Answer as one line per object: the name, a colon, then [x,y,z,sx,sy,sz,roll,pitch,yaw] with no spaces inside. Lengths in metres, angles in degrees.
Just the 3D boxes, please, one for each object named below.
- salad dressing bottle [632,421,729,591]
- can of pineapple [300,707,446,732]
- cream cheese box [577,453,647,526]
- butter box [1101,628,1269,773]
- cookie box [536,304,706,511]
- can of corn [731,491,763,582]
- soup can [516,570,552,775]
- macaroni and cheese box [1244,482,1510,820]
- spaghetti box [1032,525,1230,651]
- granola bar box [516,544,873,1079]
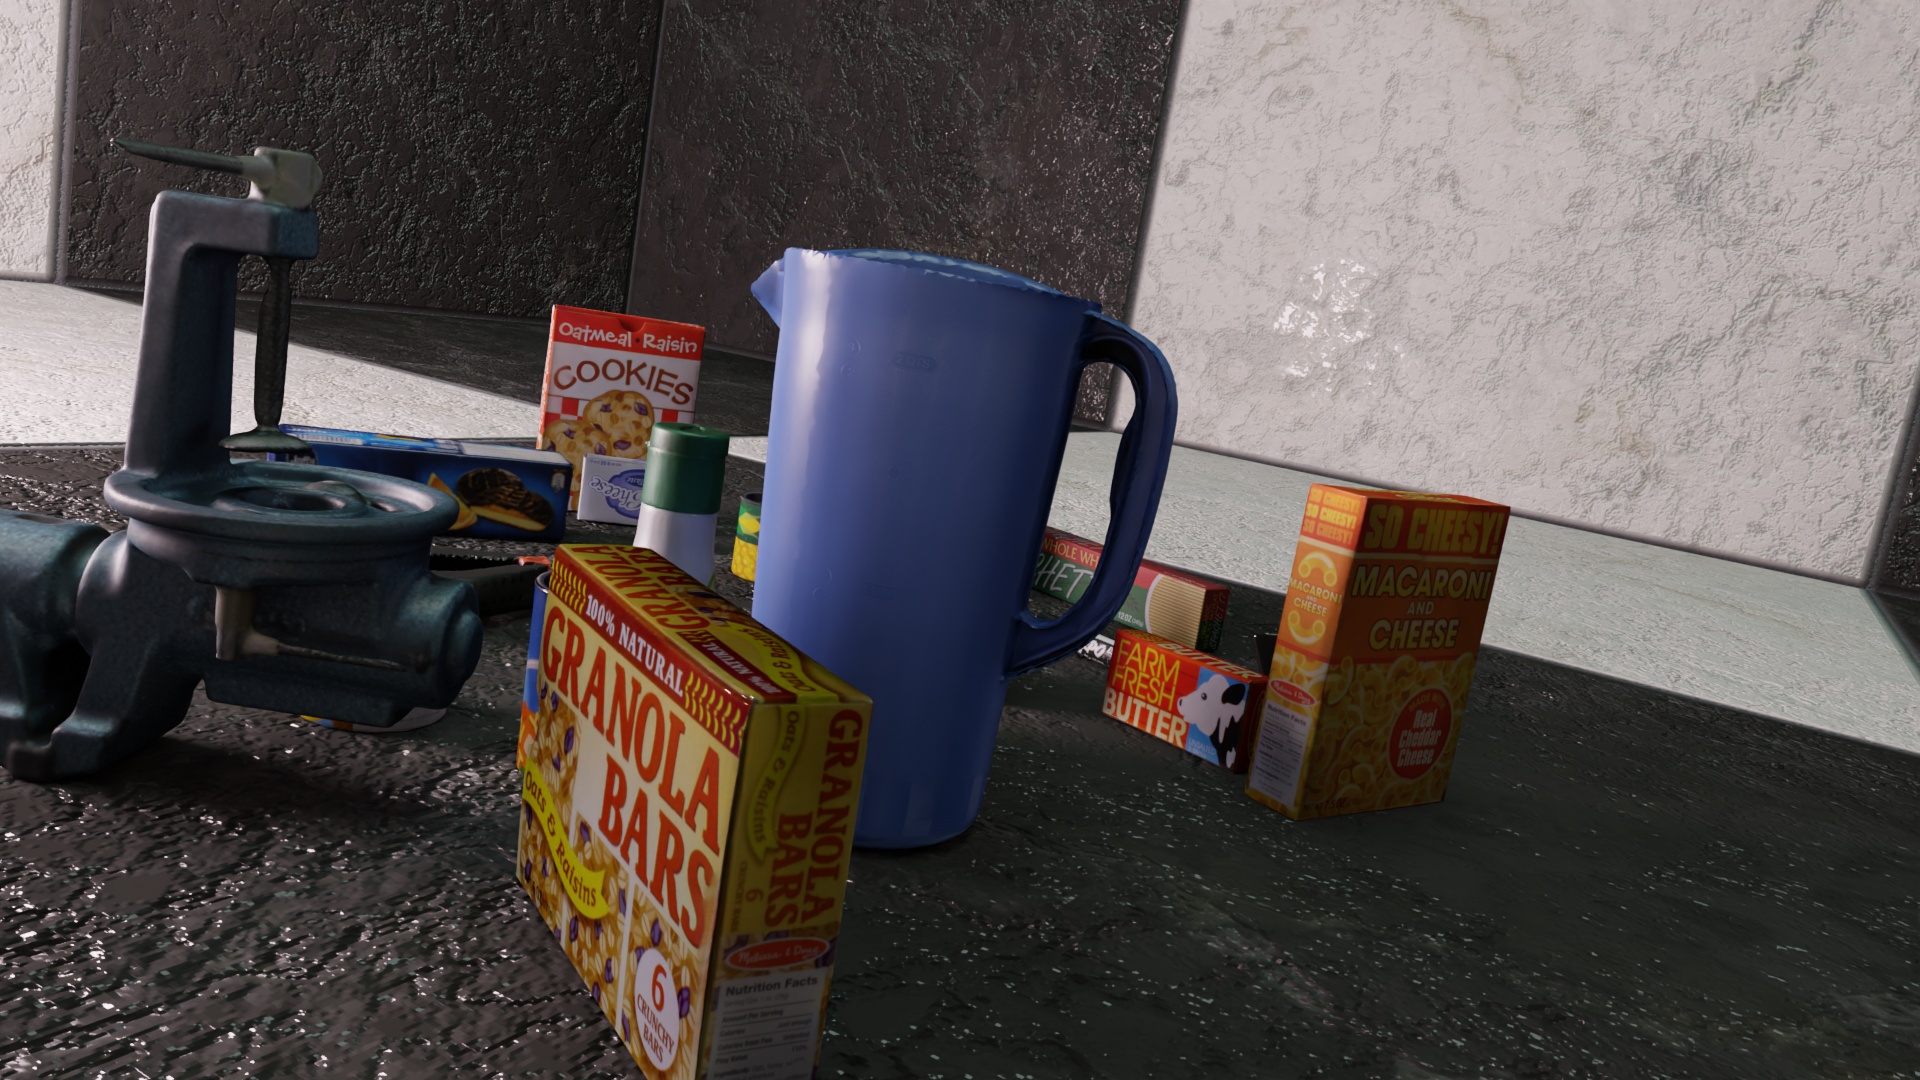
salad dressing bottle: [-0.138,0.019,0.659,0.044,0.147,0.064,10,9,1]
can of pineapple: [-0.266,0.049,0.631,0.071,0.057,0.071,9,10,-1]
cream cheese box: [-0.257,-0.038,1.136,0.104,0.053,0.024,6,10,-17]
butter box: [0.127,0.088,0.787,0.024,0.053,0.103,1,13,-41]
cookie box: [-0.286,-0.106,1.161,0.123,0.167,0.040,5,10,-22]
can of corn: [-0.133,0.000,1.028,0.071,0.058,0.071,9,10,-1]
soup can: [-0.155,0.059,0.603,0.071,0.083,0.071,9,10,-1]
macaroni and cheese box: [0.218,0.056,0.725,0.124,0.166,0.040,2,12,-36]
spaghetti box: [0.108,0.029,1.107,0.029,0.050,0.250,1,13,-40]
granola bar box: [-0.091,0.080,0.428,0.039,0.124,0.166,3,12,-34]
